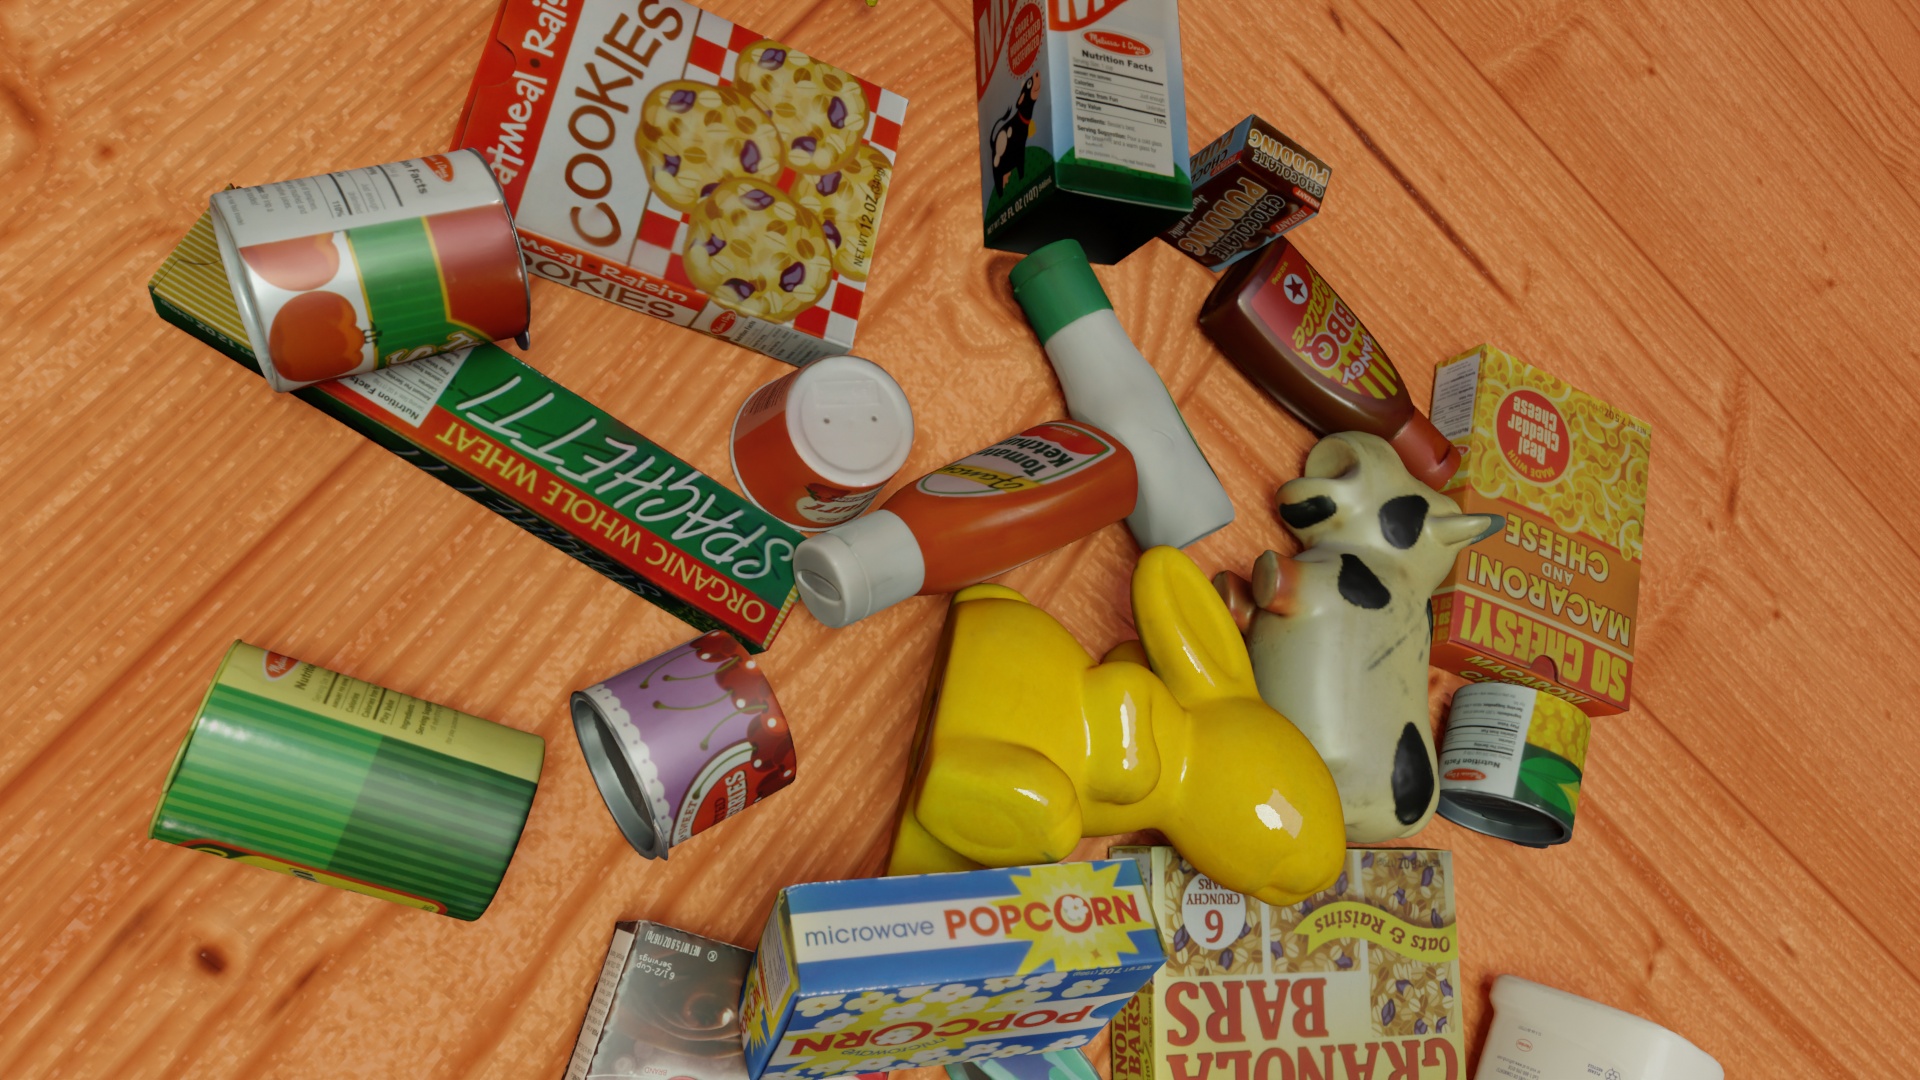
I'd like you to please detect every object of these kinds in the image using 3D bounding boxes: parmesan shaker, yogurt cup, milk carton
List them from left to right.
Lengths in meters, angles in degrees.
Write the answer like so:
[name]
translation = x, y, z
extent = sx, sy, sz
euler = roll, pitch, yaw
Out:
[parmesan shaker]
translation = -0.198, 0.081, 0.455
extent = 0.103, 0.071, 0.071
euler = 23, 70, -20
[yogurt cup]
translation = -0.054, -0.042, 0.562
extent = 0.072, 0.053, 0.072
euler = 6, 75, -25
[milk carton]
translation = 0.054, -0.233, 0.648
extent = 0.073, 0.072, 0.191
euler = 3, 78, -25

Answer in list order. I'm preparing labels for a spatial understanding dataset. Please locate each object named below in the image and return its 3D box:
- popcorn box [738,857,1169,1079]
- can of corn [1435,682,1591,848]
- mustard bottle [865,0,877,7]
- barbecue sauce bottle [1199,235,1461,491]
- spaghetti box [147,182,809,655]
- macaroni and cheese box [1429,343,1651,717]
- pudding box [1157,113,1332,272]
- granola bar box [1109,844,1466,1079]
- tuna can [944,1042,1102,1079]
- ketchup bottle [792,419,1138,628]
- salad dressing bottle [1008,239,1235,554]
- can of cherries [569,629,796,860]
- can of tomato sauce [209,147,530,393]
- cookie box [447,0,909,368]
[popcorn box]
translation = -0.006, 0.147, 0.470
extent = 0.127, 0.084, 0.038
euler = 1, 51, -19
[can of corn]
translation = 0.269, 0.110, 0.677
extent = 0.071, 0.071, 0.058
euler = 29, 68, -17
[mustard bottle]
translation = -0.067, -0.312, 0.616
extent = 0.049, 0.065, 0.160
euler = -25, 95, -23
[barbecue sauce bottle]
translation = 0.188, -0.081, 0.693
extent = 0.148, 0.043, 0.065
euler = 43, 58, -11
[spaghetti box]
translation = -0.169, -0.038, 0.520
extent = 0.250, 0.028, 0.050
euler = 33, 66, -16
[macaroni and cheese box]
translation = 0.301, -0.004, 0.732
extent = 0.124, 0.040, 0.167
euler = 20, 70, -20
[pudding box]
translation = 0.131, -0.164, 0.663
extent = 0.049, 0.083, 0.030
euler = 27, 71, -19
[granola bar box]
translation = 0.144, 0.198, 0.611
extent = 0.166, 0.039, 0.124
euler = 7, 76, -25
[tuna can]
translation = 0.023, 0.207, 0.537
extent = 0.033, 0.071, 0.071
euler = -36, 95, -26
[ketchup bottle]
translation = 0.002, -0.007, 0.567
extent = 0.149, 0.065, 0.043
euler = -25, 122, -35
[salad dressing bottle]
translation = 0.070, -0.064, 0.626
extent = 0.044, 0.064, 0.148
euler = -26, 82, -5
[can of cherries]
translation = -0.099, 0.075, 0.505
extent = 0.058, 0.071, 0.071
euler = -25, 90, -29
[can of tomato sauce]
translation = -0.196, -0.089, 0.466
extent = 0.083, 0.071, 0.071
euler = -20, 88, -28
[cookie box]
translation = -0.114, -0.154, 0.567
extent = 0.167, 0.040, 0.123
euler = 18, 71, -21
